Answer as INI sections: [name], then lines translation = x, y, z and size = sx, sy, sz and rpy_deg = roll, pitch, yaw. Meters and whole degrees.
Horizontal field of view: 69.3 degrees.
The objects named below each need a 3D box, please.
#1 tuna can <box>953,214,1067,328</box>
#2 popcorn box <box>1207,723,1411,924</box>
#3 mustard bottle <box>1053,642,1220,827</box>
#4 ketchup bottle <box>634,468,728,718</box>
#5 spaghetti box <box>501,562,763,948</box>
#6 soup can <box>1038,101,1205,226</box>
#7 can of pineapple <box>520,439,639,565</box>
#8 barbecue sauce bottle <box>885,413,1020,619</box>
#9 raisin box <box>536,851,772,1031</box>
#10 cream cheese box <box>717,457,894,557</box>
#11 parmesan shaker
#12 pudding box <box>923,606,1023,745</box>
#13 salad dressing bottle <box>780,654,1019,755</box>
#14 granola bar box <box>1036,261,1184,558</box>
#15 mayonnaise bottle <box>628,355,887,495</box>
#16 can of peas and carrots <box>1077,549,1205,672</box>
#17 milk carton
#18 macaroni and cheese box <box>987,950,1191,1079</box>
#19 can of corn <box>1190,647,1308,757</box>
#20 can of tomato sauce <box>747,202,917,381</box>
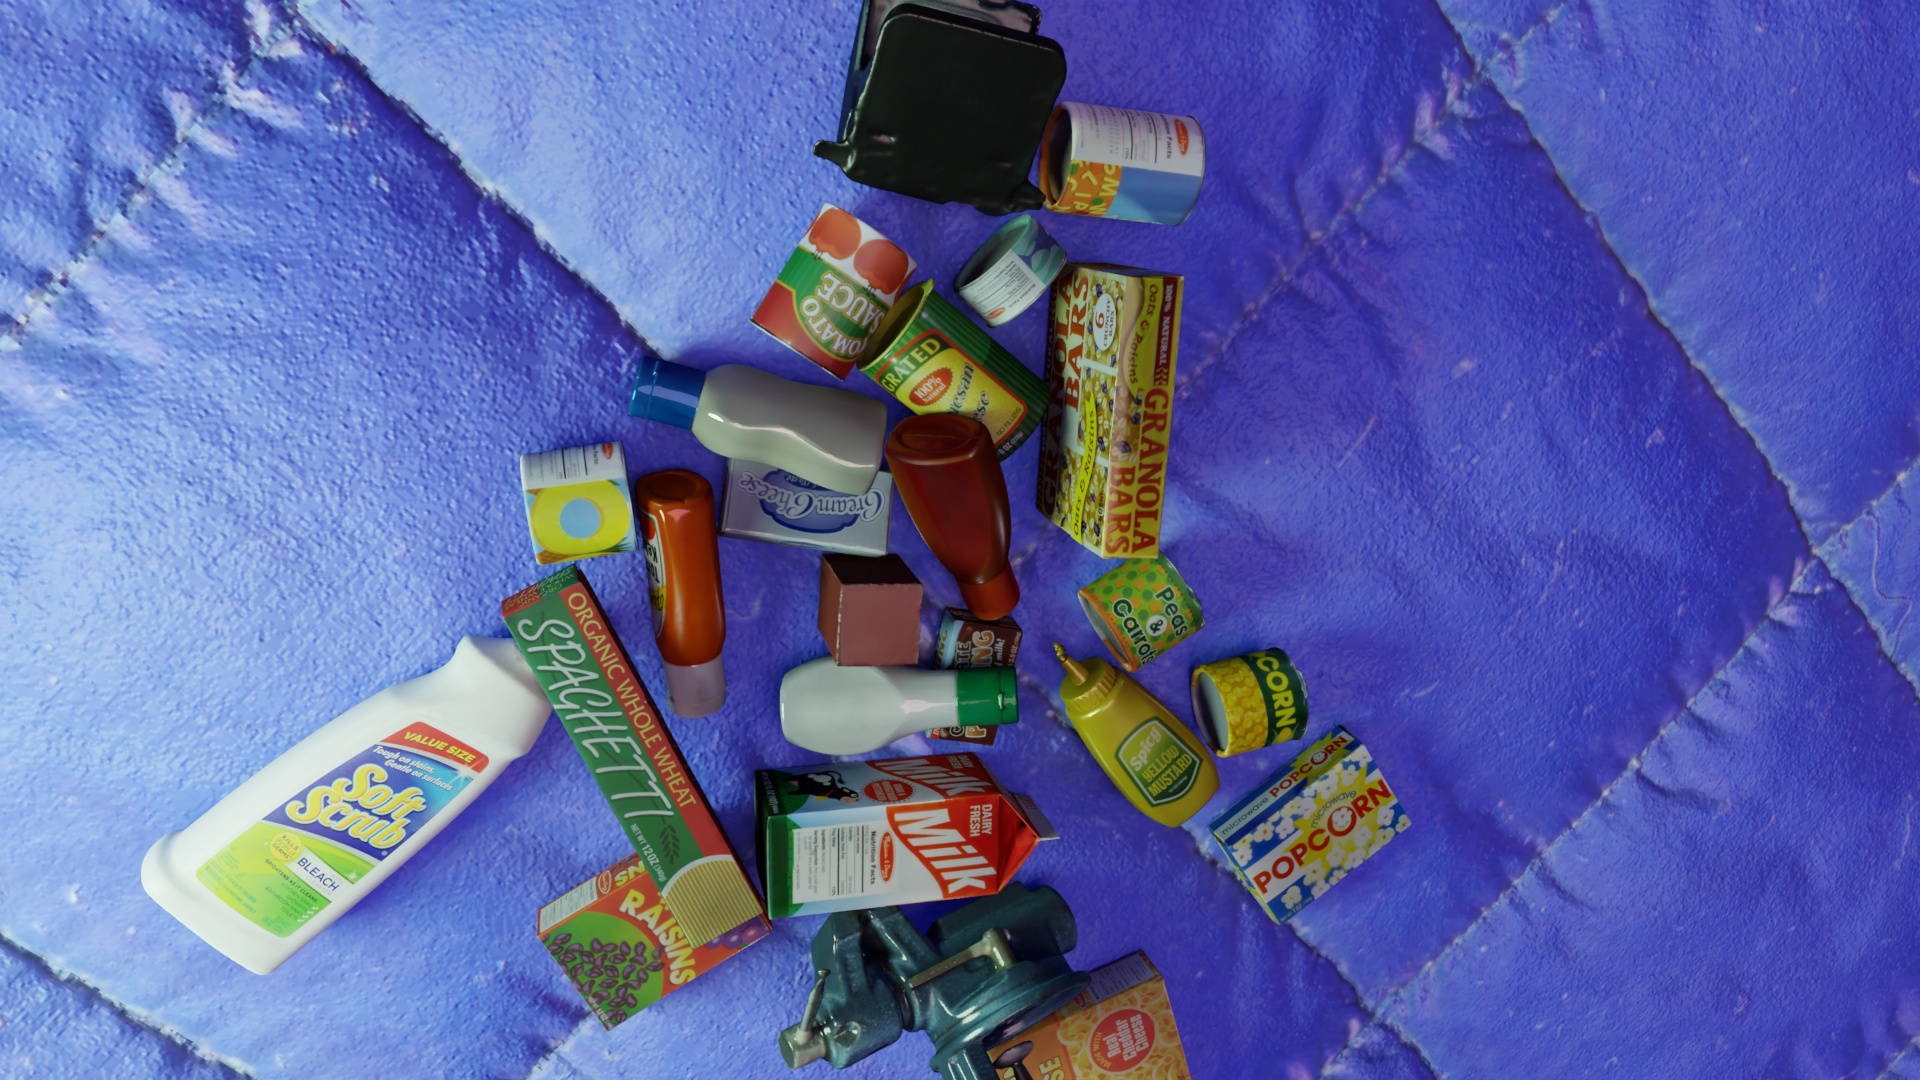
[tuna can]
translation = 0.030, -0.165, 0.842
size = 0.071, 0.071, 0.033
rpy_deg = -47, 110, 0
[popcorn box]
translation = 0.255, 0.208, 1.015
size = 0.127, 0.038, 0.085
rpy_deg = -36, 110, -5
[mustard bottle]
translation = 0.111, 0.127, 0.947
size = 0.065, 0.049, 0.160
rpy_deg = -44, 111, -3
[ketchup bottle]
translation = -0.165, 0.035, 0.839
size = 0.044, 0.065, 0.148
rpy_deg = -11, 116, -21
[spaghetti box]
translation = -0.192, 0.132, 0.825
size = 0.050, 0.029, 0.249
rpy_deg = -27, 111, -10
[soup can]
translation = 0.096, -0.227, 0.845
size = 0.084, 0.071, 0.071
rpy_deg = 2, 104, -16
[can of pineapple]
translation = -0.220, -0.020, 0.804
size = 0.058, 0.071, 0.070
rpy_deg = -9, 106, -13
[barbecue sauce bottle]
translation = 0.003, -0.011, 0.857
size = 0.147, 0.065, 0.044
rpy_deg = 70, 35, -43
[raisin box]
translation = -0.196, 0.244, 0.894
size = 0.123, 0.040, 0.086
rpy_deg = -30, 109, -8
[cream cheese box]
translation = -0.094, -0.023, 0.853
size = 0.104, 0.024, 0.053
rpy_deg = 8, 79, -18
[parmesan shaker]
translation = -0.001, -0.101, 0.845
size = 0.103, 0.071, 0.071
rpy_deg = 37, 92, -21
[pudding box]
translation = 0.006, 0.090, 0.917
size = 0.050, 0.030, 0.083
rpy_deg = 11, 100, -17
[salad dressing bottle]
translation = -0.037, 0.102, 0.878
size = 0.148, 0.044, 0.064
rpy_deg = -3, 95, 3
[granola bar box]
translation = 0.087, -0.083, 0.845
size = 0.039, 0.124, 0.165
rpy_deg = 0, 104, -16
[mayonnaise bottle]
translation = -0.119, -0.073, 0.824
size = 0.148, 0.065, 0.041
rpy_deg = 14, 138, -12
[can of peas and carrots]
translation = 0.120, 0.046, 0.917
size = 0.059, 0.071, 0.070
rpy_deg = -32, 111, -5
[milk carton]
translation = -0.035, 0.189, 0.908
size = 0.191, 0.072, 0.073
rpy_deg = -2, 105, -14
[macaroni and cheese box]
translation = 0.079, 0.389, 1.010
size = 0.167, 0.040, 0.123
rpy_deg = -20, 108, -11
[can of corn]
translation = 0.199, 0.111, 0.957
size = 0.058, 0.071, 0.071
rpy_deg = -12, 107, -12
[can of tomato sauce]
translation = -0.073, -0.144, 0.813
size = 0.071, 0.071, 0.083
rpy_deg = 32, 93, -21
